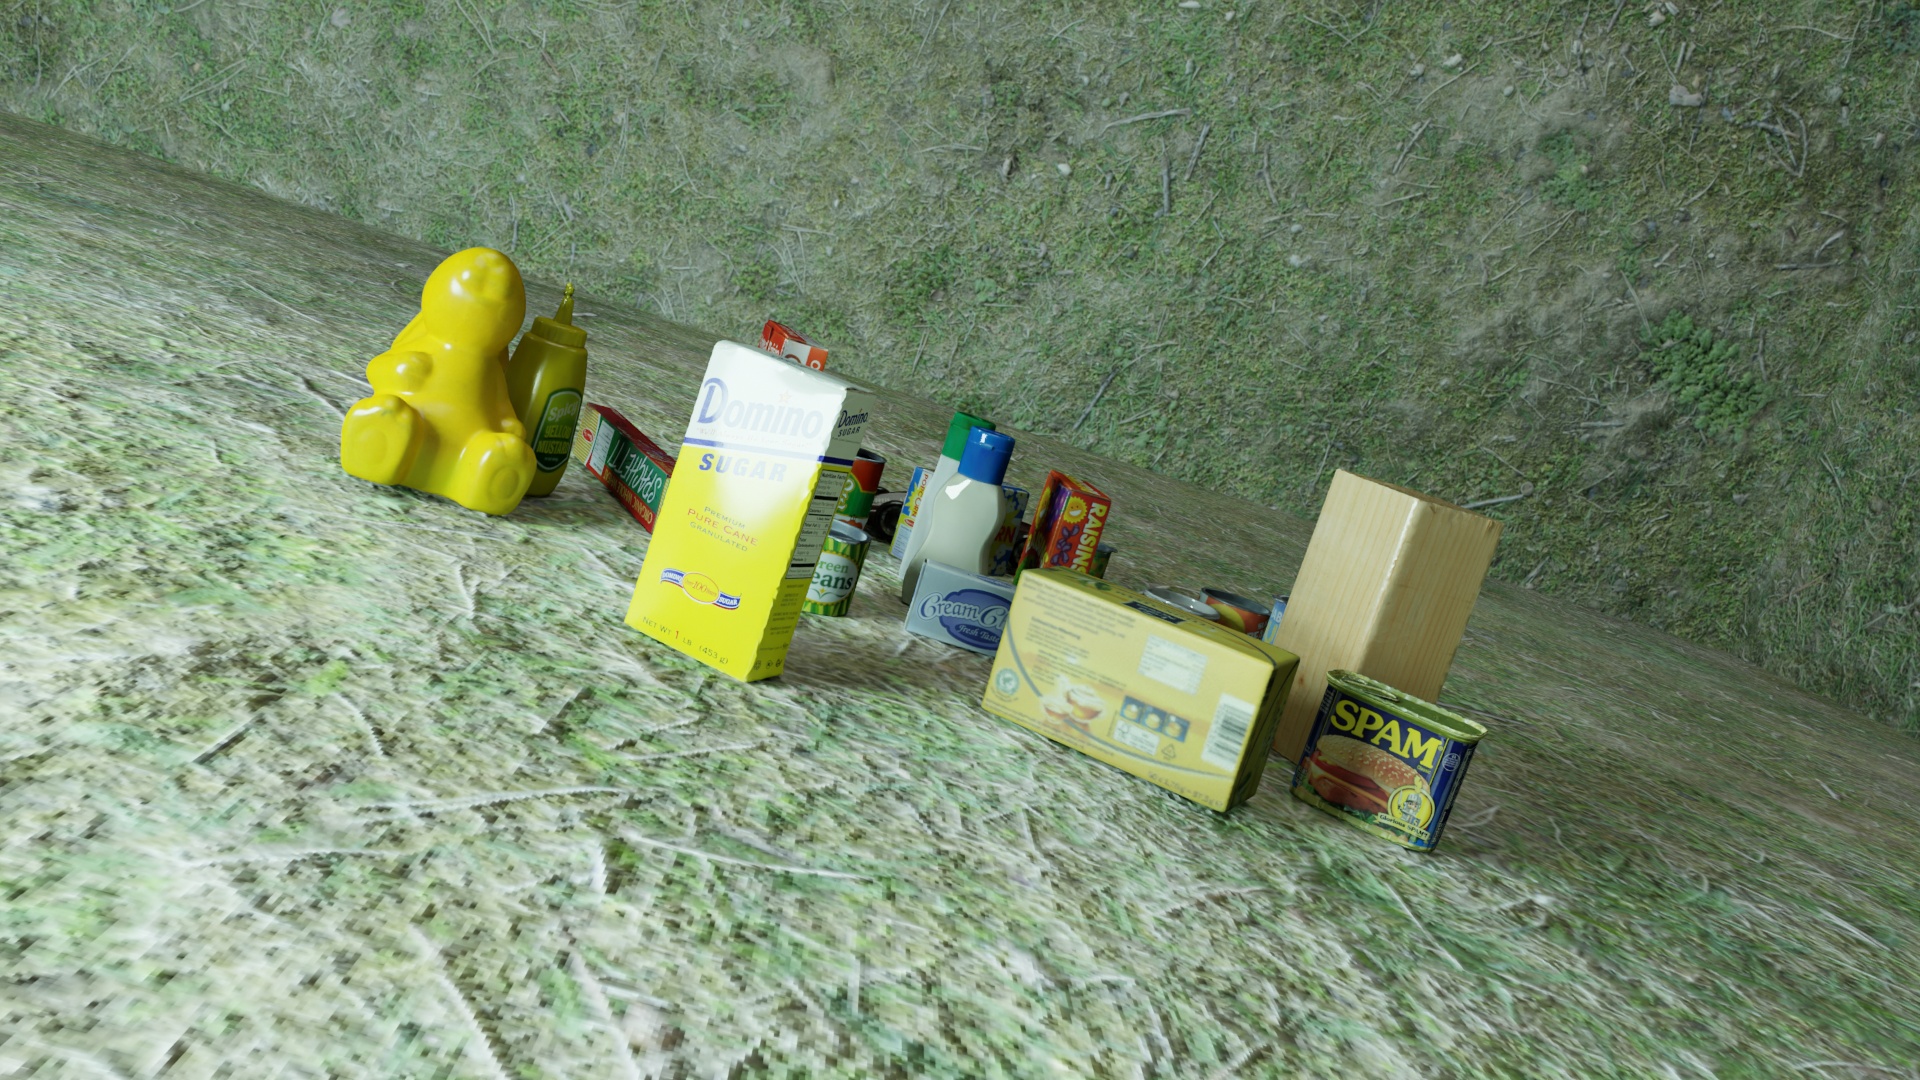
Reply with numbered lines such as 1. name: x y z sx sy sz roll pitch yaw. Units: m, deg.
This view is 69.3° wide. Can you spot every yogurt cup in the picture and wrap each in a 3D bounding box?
1. yogurt cup: 0.179 0.075 1.177 0.072 0.054 0.072 18 10 -3

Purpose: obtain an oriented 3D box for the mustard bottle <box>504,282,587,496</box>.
1. mustard bottle: -0.309 -0.113 1.029 0.049 0.160 0.065 21 10 18

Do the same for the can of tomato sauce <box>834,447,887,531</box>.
1. can of tomato sauce: -0.109 -0.041 1.216 0.071 0.083 0.071 18 9 -3

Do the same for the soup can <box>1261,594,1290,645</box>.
1. soup can: 0.281 0.094 1.166 0.071 0.083 0.071 18 9 -3

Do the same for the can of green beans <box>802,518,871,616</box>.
1. can of green beans: -0.103 0.016 0.988 0.071 0.057 0.071 18 10 -3

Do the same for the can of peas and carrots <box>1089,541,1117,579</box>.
1. can of peas and carrots: 0.104 0.026 1.300 0.071 0.058 0.071 18 10 -3

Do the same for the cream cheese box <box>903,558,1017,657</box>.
1. cream cheese box: 0.016 0.054 1.004 0.104 0.053 0.024 18 9 -2

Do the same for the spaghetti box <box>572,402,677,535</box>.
1. spaghetti box: -0.268 -0.060 1.133 0.029 0.050 0.250 12 11 -32

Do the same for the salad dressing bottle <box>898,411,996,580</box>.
1. salad dressing bottle: -0.010 -0.033 1.160 0.044 0.147 0.064 16 9 -11

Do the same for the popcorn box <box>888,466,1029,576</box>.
1. popcorn box: 0.001 -0.016 1.270 0.038 0.085 0.127 26 12 41

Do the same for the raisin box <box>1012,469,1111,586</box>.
1. raisin box: 0.079 0.011 1.150 0.040 0.123 0.086 16 9 -11

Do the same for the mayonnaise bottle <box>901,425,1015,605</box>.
1. mayonnaise bottle: 0.004 -0.013 1.076 0.065 0.147 0.041 19 9 8

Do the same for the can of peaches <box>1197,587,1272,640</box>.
1. can of peaches: 0.240 0.081 1.242 0.071 0.058 0.071 18 10 -3

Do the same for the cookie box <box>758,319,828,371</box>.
1. cookie box: -0.164 -0.096 1.178 0.040 0.167 0.123 15 10 -19
